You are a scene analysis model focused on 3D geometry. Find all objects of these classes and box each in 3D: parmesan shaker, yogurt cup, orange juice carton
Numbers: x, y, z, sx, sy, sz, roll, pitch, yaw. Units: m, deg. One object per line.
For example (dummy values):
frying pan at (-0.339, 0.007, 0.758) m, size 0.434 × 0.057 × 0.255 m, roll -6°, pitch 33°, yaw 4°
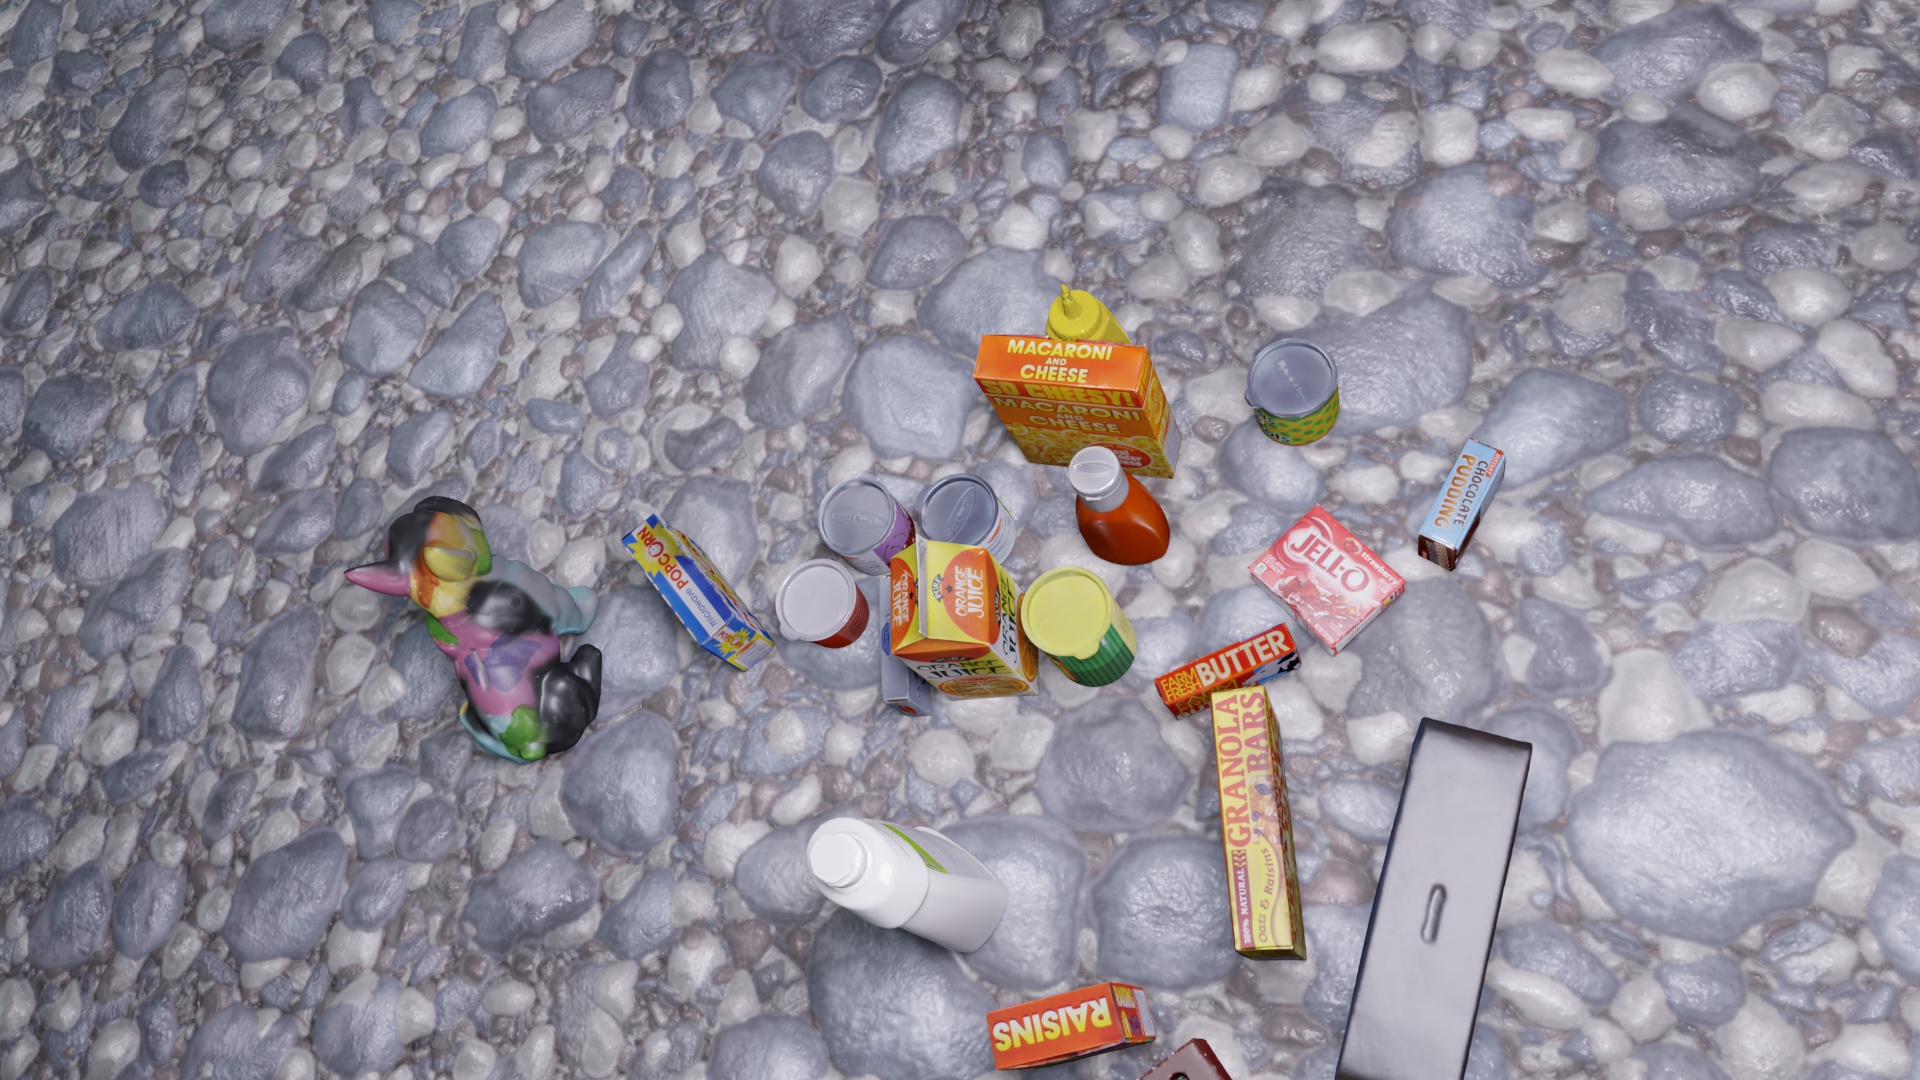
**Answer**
parmesan shaker at (0.090, 0.068, 1.024) m, size 0.071 × 0.103 × 0.071 m, roll -6°, pitch 69°, yaw 16°
yogurt cup at (-0.108, 0.054, 1.119) m, size 0.072 × 0.054 × 0.072 m, roll -6°, pitch 69°, yaw 16°
orange juice carton at (0.000, 0.059, 1.006) m, size 0.073 × 0.192 × 0.072 m, roll -7°, pitch 69°, yaw 15°

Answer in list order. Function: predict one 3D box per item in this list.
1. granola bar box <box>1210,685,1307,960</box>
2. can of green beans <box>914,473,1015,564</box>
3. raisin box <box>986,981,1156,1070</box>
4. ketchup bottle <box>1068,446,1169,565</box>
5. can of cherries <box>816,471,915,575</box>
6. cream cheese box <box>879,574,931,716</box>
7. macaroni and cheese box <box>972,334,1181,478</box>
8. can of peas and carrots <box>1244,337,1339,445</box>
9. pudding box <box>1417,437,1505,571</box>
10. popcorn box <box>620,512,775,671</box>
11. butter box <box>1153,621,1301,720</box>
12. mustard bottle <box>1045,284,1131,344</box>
granola bar box at (0.199, 0.193, 0.931) m, size 0.039 × 0.124 × 0.166 m, roll -8°, pitch 68°, yaw 15°
can of green beans at (0.006, -0.013, 1.106) m, size 0.071 × 0.057 × 0.071 m, roll -6°, pitch 69°, yaw 16°
raisin box at (0.075, 0.323, 0.921) m, size 0.086 × 0.123 × 0.040 m, roll -17°, pitch 66°, yaw 11°
ketchup bottle at (0.113, -0.024, 1.026) m, size 0.065 × 0.148 × 0.043 m, roll 1°, pitch 71°, yaw 18°
can of cherries at (-0.074, -0.013, 1.131) m, size 0.071 × 0.058 × 0.072 m, roll -6°, pitch 69°, yaw 16°
cream cheese box at (-0.043, 0.083, 1.088) m, size 0.024 × 0.053 × 0.104 m, roll -9°, pitch 68°, yaw 15°
macaroni and cheese box at (0.092, -0.100, 1.052) m, size 0.124 × 0.166 × 0.040 m, roll 7°, pitch 73°, yaw 20°
can of peas and carrots at (0.254, -0.112, 1.065) m, size 0.071 × 0.058 × 0.071 m, roll -6°, pitch 69°, yaw 16°
pudding box at (0.362, -0.025, 1.003) m, size 0.030 × 0.049 × 0.084 m, roll 27°, pitch 80°, yaw 24°
popcorn box at (-0.214, 0.043, 1.139) m, size 0.038 × 0.085 × 0.127 m, roll -42°, pitch 64°, yaw -1°
butter box at (0.195, 0.096, 1.008) m, size 0.103 × 0.053 × 0.024 m, roll -25°, pitch 65°, yaw 7°
mustard bottle at (0.097, -0.152, 1.073) m, size 0.065 × 0.160 × 0.049 m, roll -43°, pitch 64°, yaw -1°
